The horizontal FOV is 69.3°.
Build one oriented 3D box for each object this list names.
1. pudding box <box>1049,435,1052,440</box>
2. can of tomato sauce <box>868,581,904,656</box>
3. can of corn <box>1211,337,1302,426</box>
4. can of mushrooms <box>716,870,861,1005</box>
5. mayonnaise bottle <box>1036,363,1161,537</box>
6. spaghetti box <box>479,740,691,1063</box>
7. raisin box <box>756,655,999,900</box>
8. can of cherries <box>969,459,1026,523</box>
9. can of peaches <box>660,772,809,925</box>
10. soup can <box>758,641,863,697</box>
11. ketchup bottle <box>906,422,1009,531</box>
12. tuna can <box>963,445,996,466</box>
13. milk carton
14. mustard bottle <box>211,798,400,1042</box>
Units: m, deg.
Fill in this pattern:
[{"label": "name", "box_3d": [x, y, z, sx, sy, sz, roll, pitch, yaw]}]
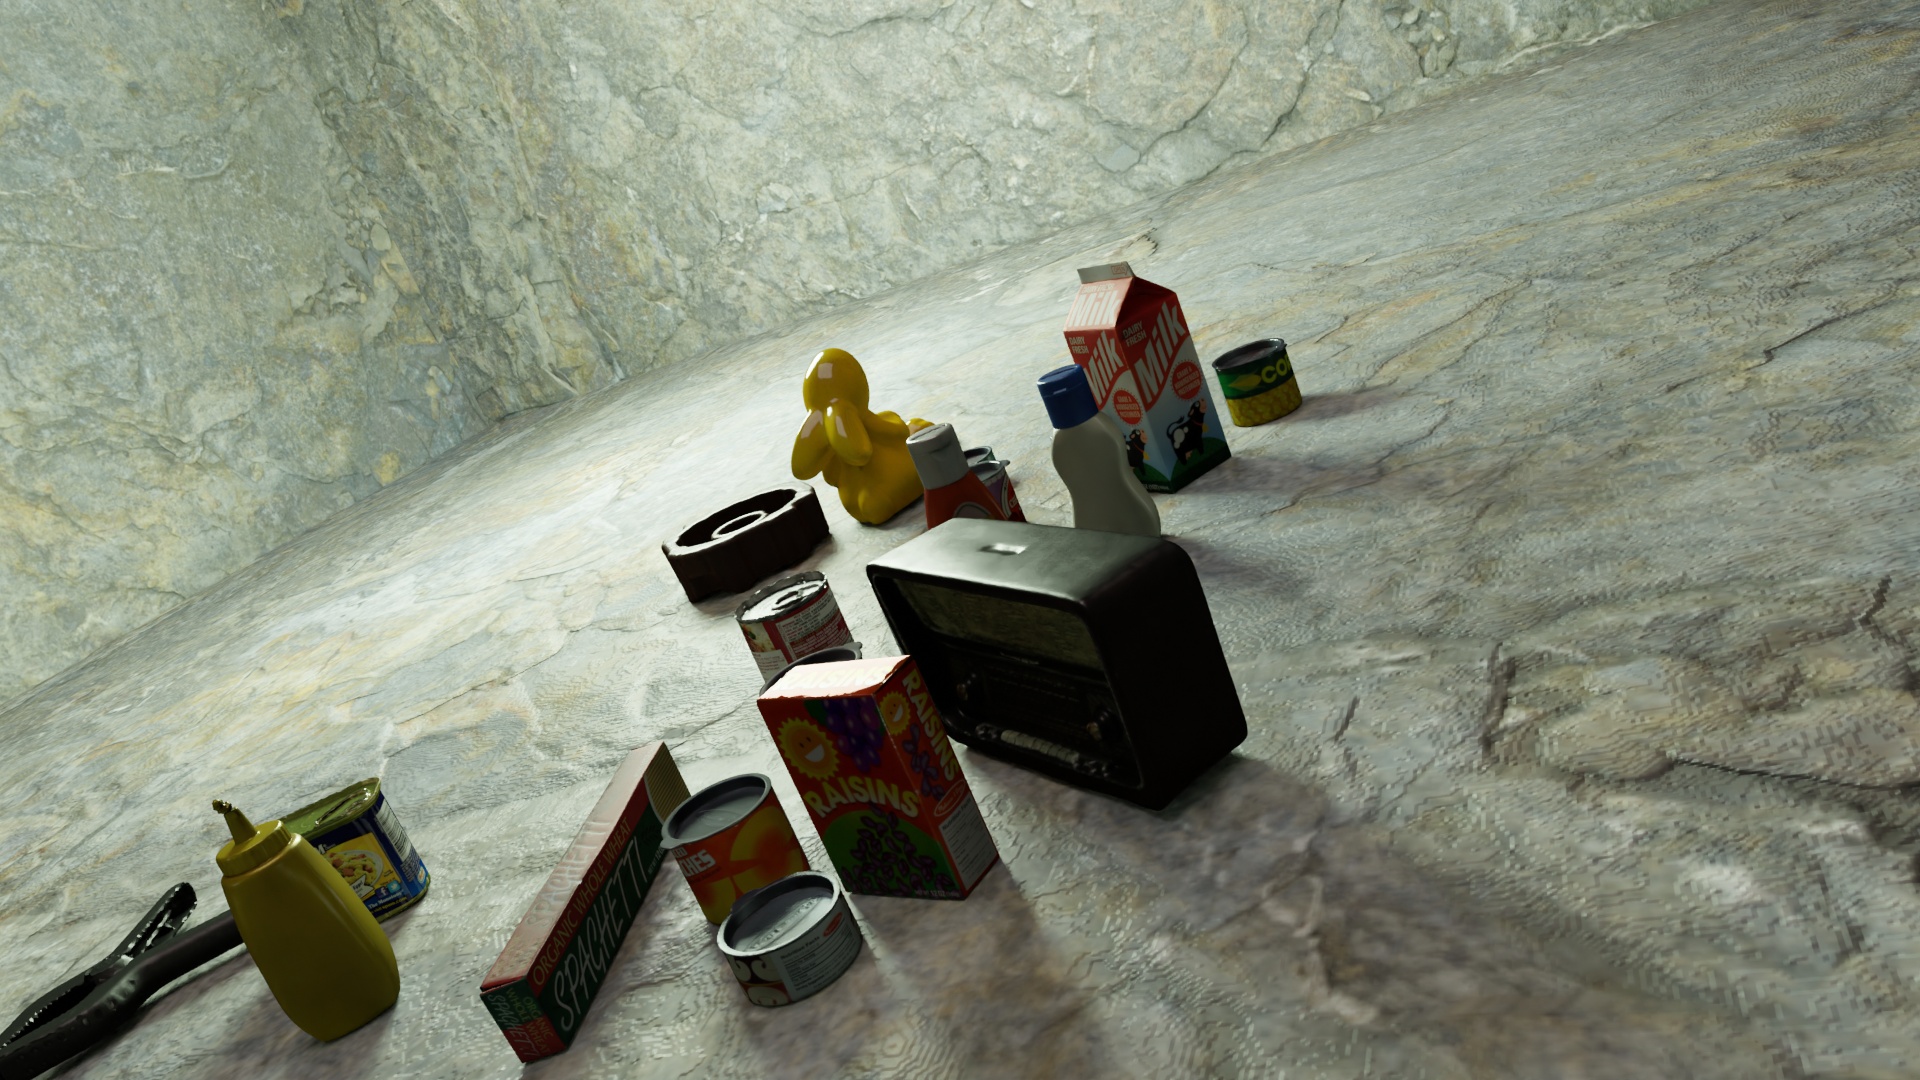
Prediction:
[{"label": "pudding box", "box_3d": [0.113, -0.072, 1.230, 0.030, 0.049, 0.084, -26, 17, -11]}, {"label": "can of tomato sauce", "box_3d": [-0.015, 0.052, 0.963, 0.071, 0.083, 0.071, -21, 17, 7]}, {"label": "can of corn", "box_3d": [0.266, -0.140, 1.232, 0.071, 0.058, 0.071, -21, 17, 7]}, {"label": "can of mushrooms", "box_3d": [-0.086, 0.199, 0.698, 0.071, 0.033, 0.071, -20, 17, 7]}, {"label": "mayonnaise bottle", "box_3d": [0.100, -0.058, 1.040, 0.064, 0.147, 0.041, -17, 18, 18]}, {"label": "spaghetti box", "box_3d": [-0.211, 0.201, 0.817, 0.028, 0.050, 0.251, -19, 18, 12]}, {"label": "raisin box", "box_3d": [-0.042, 0.123, 0.718, 0.086, 0.123, 0.040, -8, 22, 39]}, {"label": "can of cherries", "box_3d": [0.020, -0.031, 1.208, 0.071, 0.058, 0.072, -21, 17, 7]}, {"label": "can of peaches", "box_3d": [-0.127, 0.174, 0.780, 0.071, 0.058, 0.071, -21, 17, 7]}, {"label": "soup can", "box_3d": [-0.073, 0.115, 0.846, 0.071, 0.083, 0.071, -21, 17, 7]}, {"label": "ketchup bottle", "box_3d": [0.004, -0.013, 1.023, 0.065, 0.148, 0.043, -26, 17, -11]}, {"label": "tuna can", "box_3d": [0.007, -0.064, 1.368, 0.071, 0.032, 0.071, -20, 17, 7]}, {"label": "milk carton", "box_3d": [0.149, -0.140, 1.151, 0.074, 0.190, 0.072, -31, 19, -26]}, {"label": "mustard bottle", "box_3d": [-0.390, 0.214, 0.813, 0.065, 0.159, 0.049, -28, 17, -16]}]
